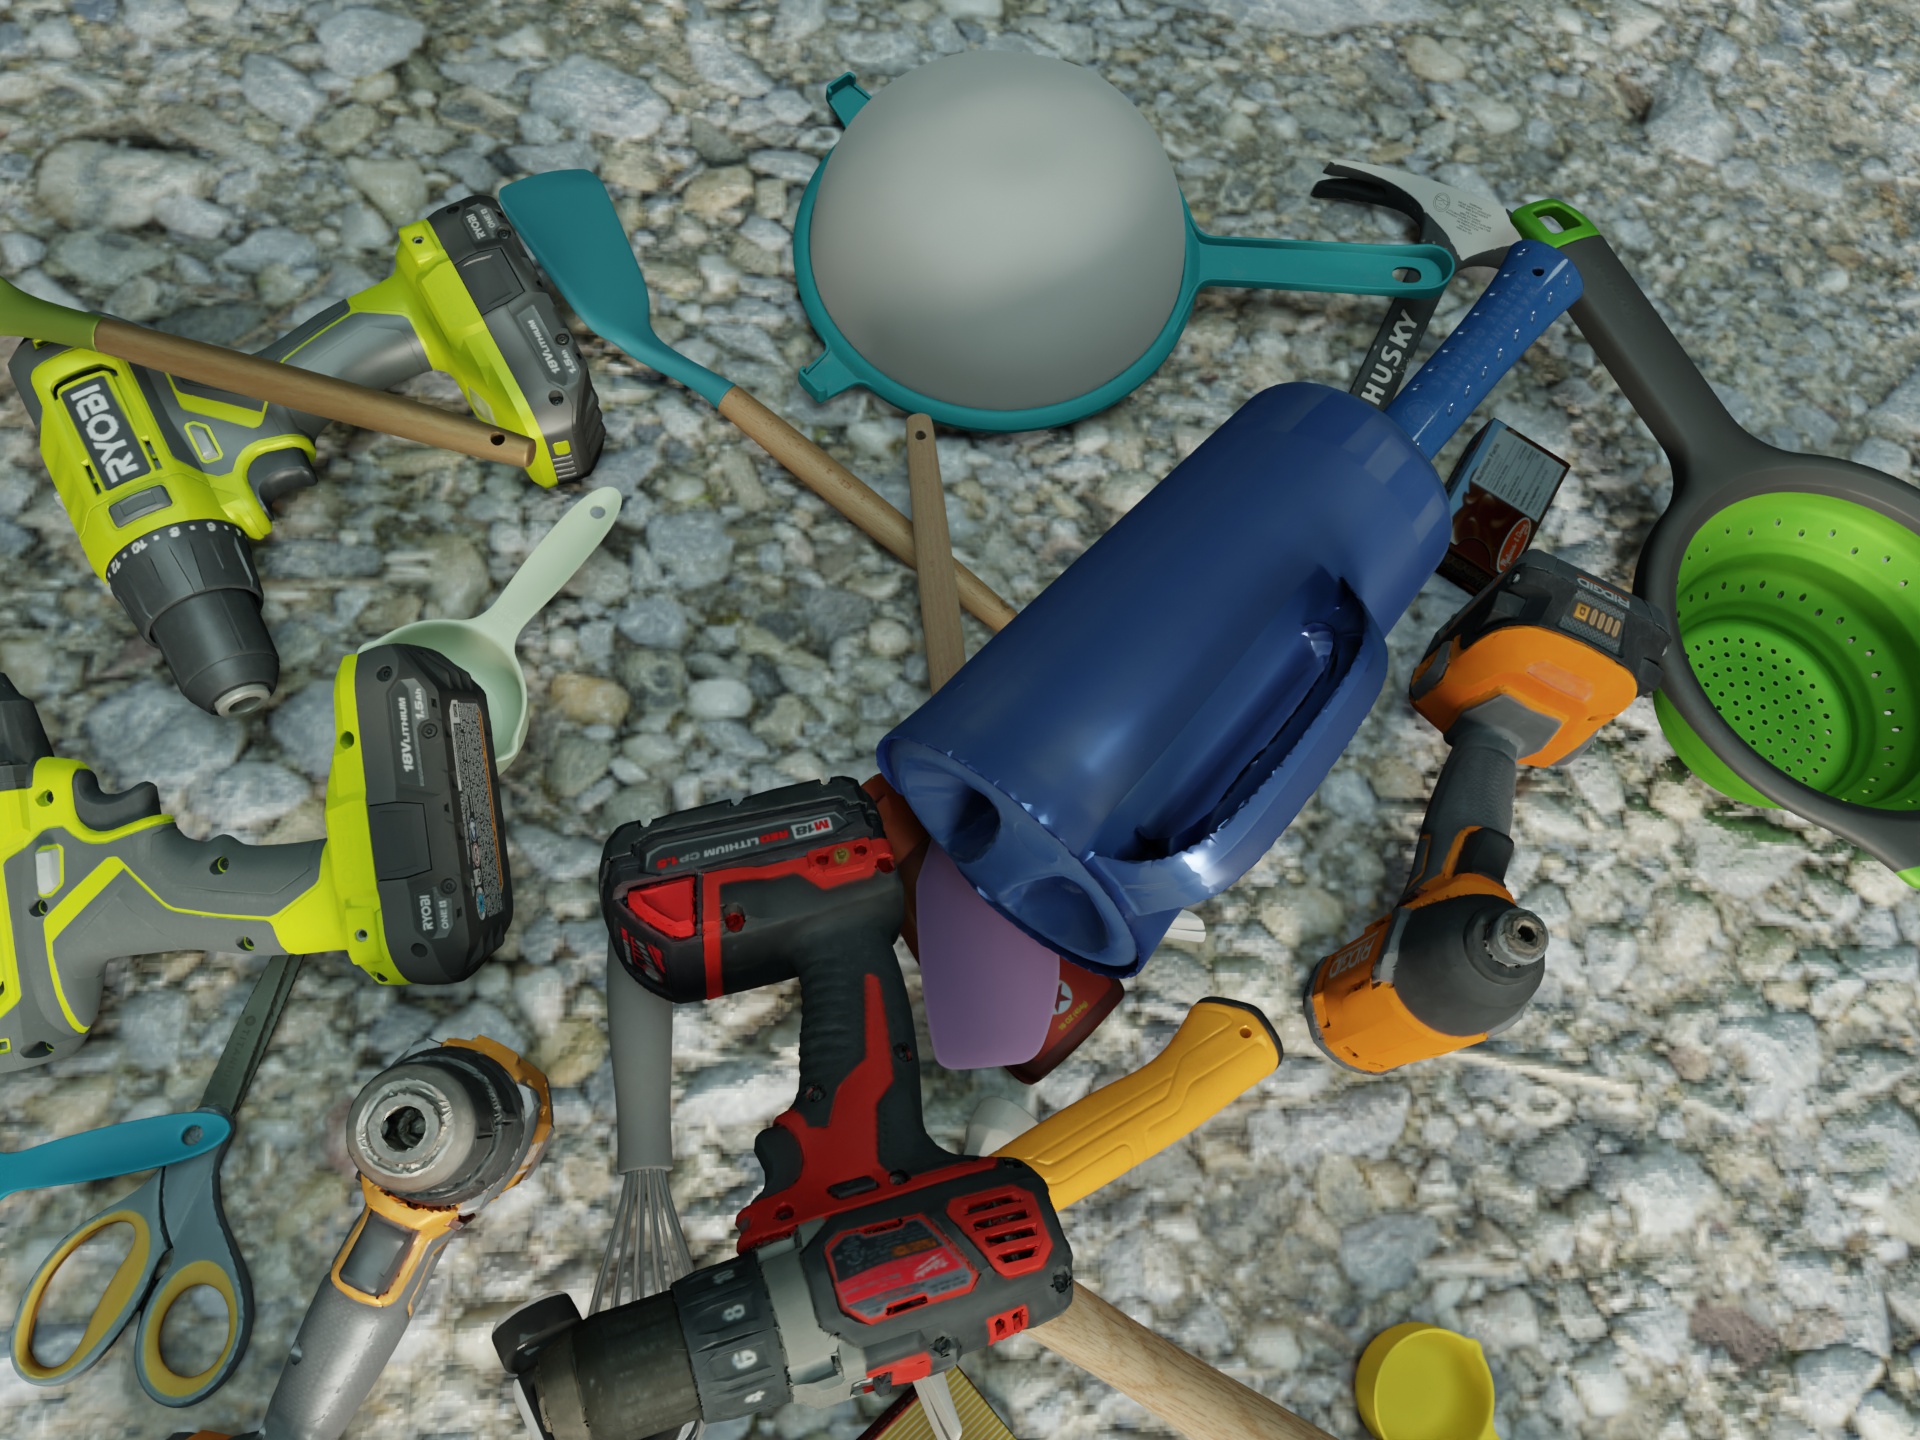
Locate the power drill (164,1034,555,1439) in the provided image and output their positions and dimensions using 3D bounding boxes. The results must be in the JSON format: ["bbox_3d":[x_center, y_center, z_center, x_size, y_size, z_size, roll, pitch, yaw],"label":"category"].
[{"bbox_3d":[-0.221,0.218,0.563,0.084,0.185,0.226,27,73,-2],"label":"power drill"}]

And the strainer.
[{"bbox_3d":[0.084,-0.252,0.788,0.340,0.095,0.211,3,71,0],"label":"strainer"}]

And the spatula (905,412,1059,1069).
[{"bbox_3d":[-0.001,-0.002,0.716,0.060,0.018,0.316,-6,67,-4],"label":"spatula"}]

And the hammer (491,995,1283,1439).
[{"bbox_3d":[-0.002,0.207,0.627,0.337,0.034,0.127,-25,60,-24],"label":"hammer"}]

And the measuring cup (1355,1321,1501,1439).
[{"bbox_3d":[0.231,0.325,0.690,0.062,0.029,0.156,-45,96,-16],"label":"measuring cup"}]

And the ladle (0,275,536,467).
[{"bbox_3d":[-0.334,-0.157,0.658,0.320,0.062,0.078,15,78,-1],"label":"ladle"}]

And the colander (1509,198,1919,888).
[{"bbox_3d":[0.381,-0.091,0.810,0.204,0.094,0.397,-20,70,-15],"label":"colander"}]

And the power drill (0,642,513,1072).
[{"bbox_3d":[-0.305,0.041,0.633,0.223,0.080,0.171,-7,90,-3],"label":"power drill"}]

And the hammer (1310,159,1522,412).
[{"bbox_3d":[0.184,-0.123,0.815,0.149,0.036,0.409,29,71,2],"label":"hammer"}]

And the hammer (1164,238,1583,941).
[{"bbox_3d":[0.165,-0.074,0.750,0.144,0.035,0.405,38,78,20],"label":"hammer"}]

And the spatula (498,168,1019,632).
[{"bbox_3d":[-0.089,-0.149,0.771,0.317,0.044,0.082,39,33,1],"label":"spatula"}]

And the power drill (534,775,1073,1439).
[{"bbox_3d":[-0.079,0.145,0.600,0.188,0.080,0.227,-13,56,-15],"label":"power drill"}]

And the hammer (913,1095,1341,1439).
[{"bbox_3d":[0.119,0.287,0.630,0.331,0.031,0.130,29,55,11],"label":"hammer"}]

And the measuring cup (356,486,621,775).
[{"bbox_3d":[-0.206,-0.038,0.723,0.083,0.038,0.168,33,69,2],"label":"measuring cup"}]

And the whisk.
[{"bbox_3d":[-0.133,0.186,0.662,0.055,0.055,0.239,-2,68,-10],"label":"whisk"}]

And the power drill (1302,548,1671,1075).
[{"bbox_3d":[0.235,0.041,0.704,0.084,0.164,0.226,26,68,1],"label":"power drill"}]

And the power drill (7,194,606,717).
[{"bbox_3d":[-0.283,-0.123,0.717,0.228,0.080,0.191,-28,78,-13],"label":"power drill"}]

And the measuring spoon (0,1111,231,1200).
[{"bbox_3d":[-0.355,0.178,0.634,0.128,0.021,0.042,-10,64,-9],"label":"measuring spoon"}]
